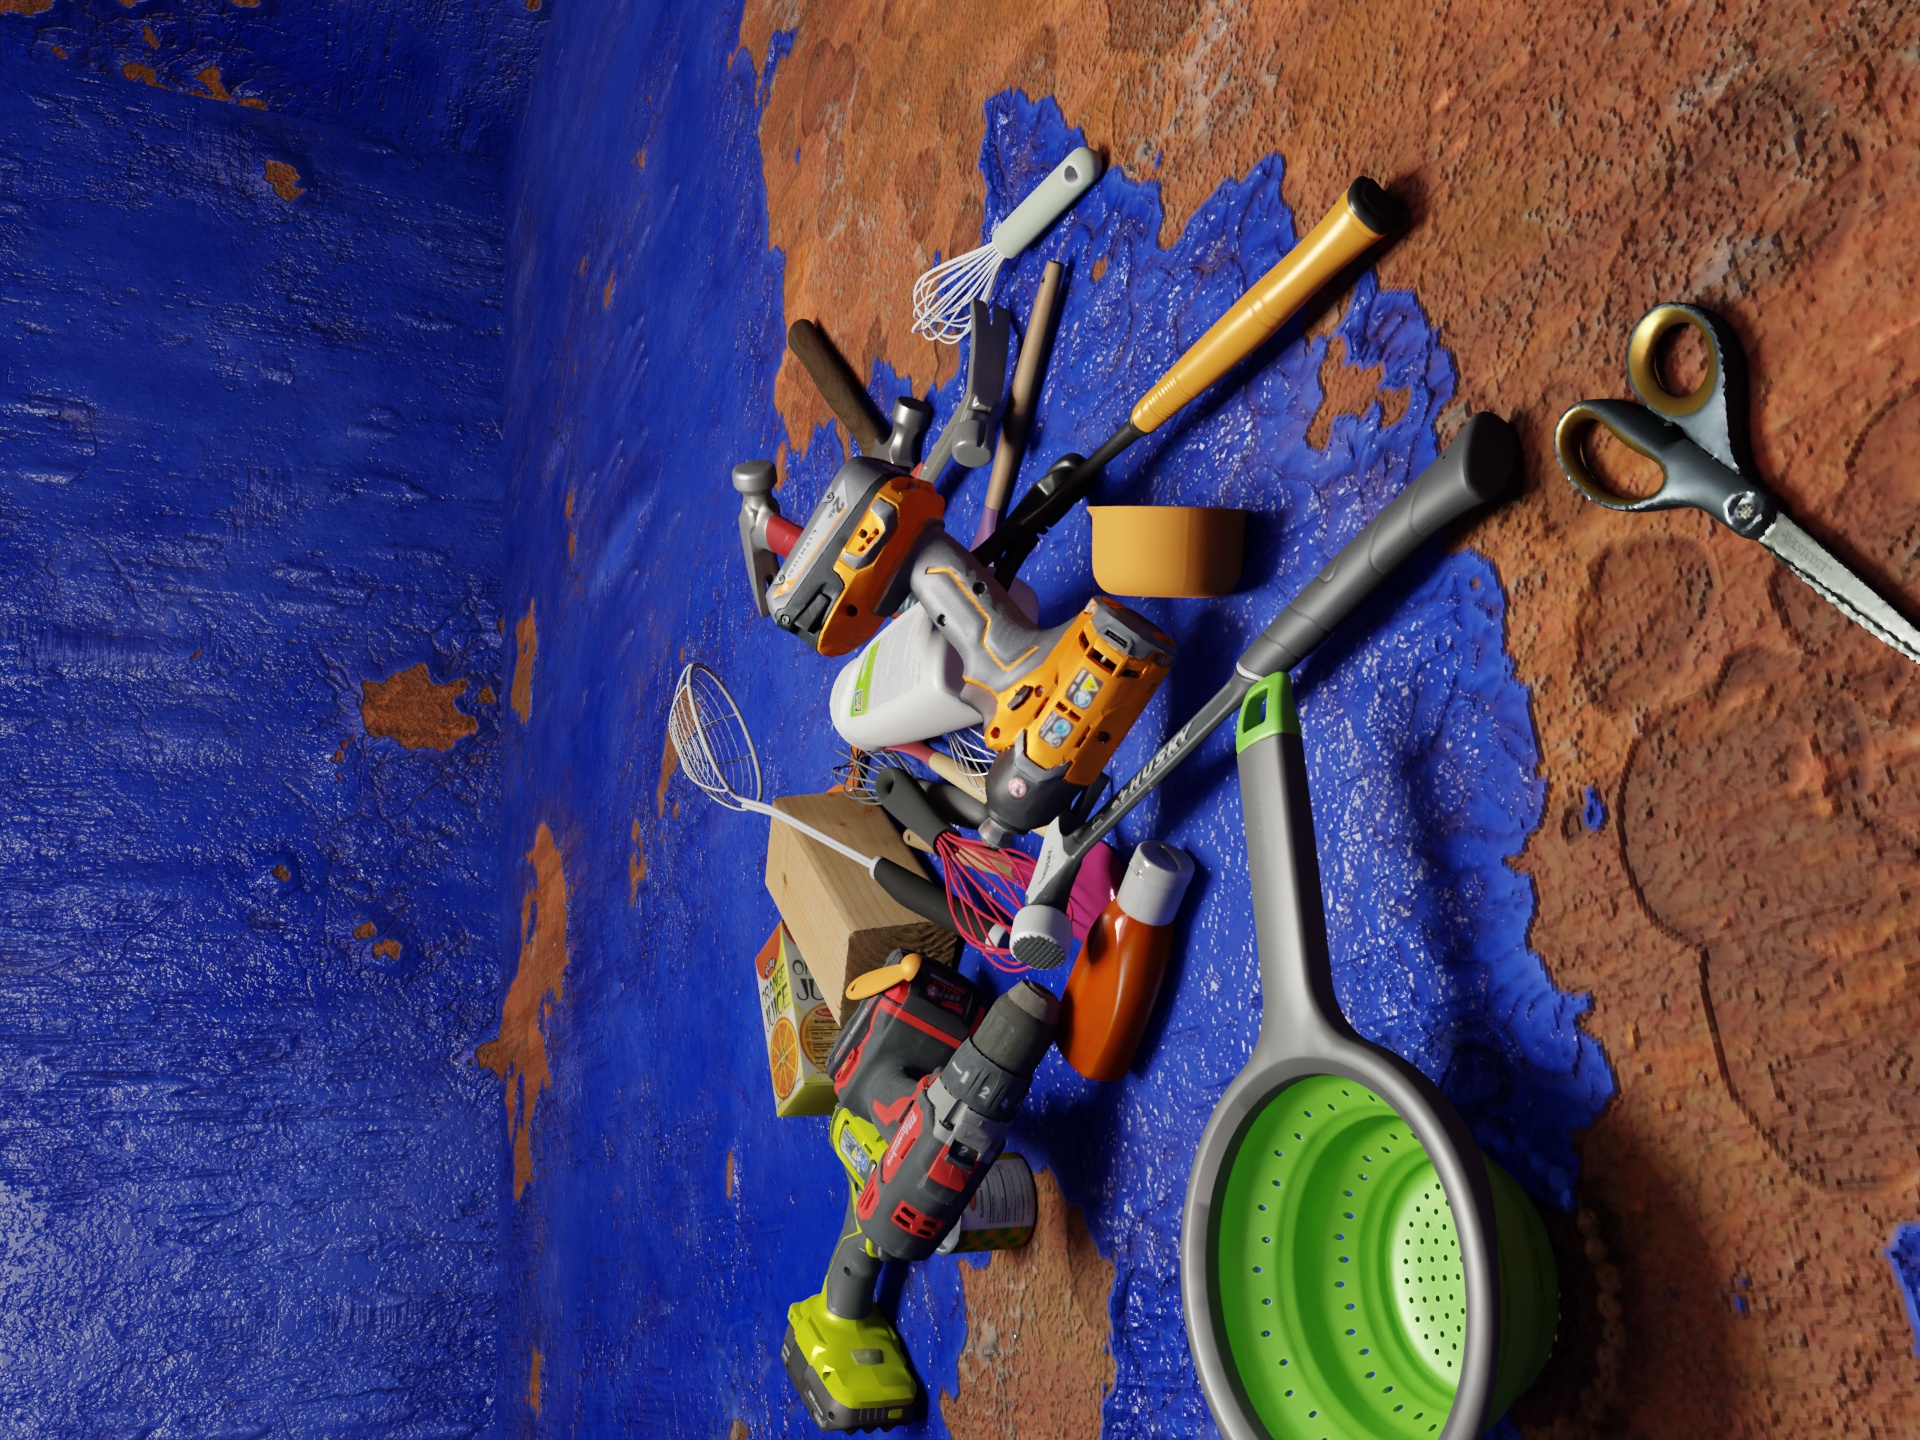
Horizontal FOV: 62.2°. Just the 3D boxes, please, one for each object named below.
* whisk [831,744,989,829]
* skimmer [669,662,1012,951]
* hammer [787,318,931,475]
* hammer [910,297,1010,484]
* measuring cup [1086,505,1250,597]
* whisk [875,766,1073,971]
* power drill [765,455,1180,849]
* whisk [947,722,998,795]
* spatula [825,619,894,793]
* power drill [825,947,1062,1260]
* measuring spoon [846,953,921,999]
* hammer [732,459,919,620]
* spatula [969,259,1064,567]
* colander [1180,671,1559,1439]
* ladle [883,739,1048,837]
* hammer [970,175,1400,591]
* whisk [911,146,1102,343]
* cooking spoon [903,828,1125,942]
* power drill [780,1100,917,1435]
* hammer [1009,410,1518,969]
[{"bbox_3d":[-0.038,0.053,1.256,0.239,0.055,0.055,16,101,59],"label":"whisk"},{"bbox_3d":[-0.092,0.064,1.226,0.363,0.127,0.090,26,74,31],"label":"skimmer"},{"bbox_3d":[-0.107,-0.293,1.468,0.332,0.031,0.130,59,137,50],"label":"hammer"},{"bbox_3d":[-0.045,-0.176,1.302,0.359,0.036,0.149,128,152,-53],"label":"hammer"},{"bbox_3d":[0.113,-0.100,0.954,0.174,0.095,0.052,-152,62,-82],"label":"measuring cup"},{"bbox_3d":[-0.001,0.093,1.111,0.296,0.073,0.073,40,122,59],"label":"whisk"},{"bbox_3d":[-0.003,-0.039,0.957,0.226,0.084,0.164,36,104,15],"label":"power drill"},{"bbox_3d":[-0.001,-0.005,1.187,0.285,0.070,0.070,-144,61,-66],"label":"whisk"},{"bbox_3d":[-0.086,-0.008,1.369,0.081,0.041,0.322,-97,25,-59],"label":"spatula"},{"bbox_3d":[-0.011,0.229,1.061,0.188,0.080,0.227,-58,14,5],"label":"power drill"},{"bbox_3d":[-0.058,0.182,1.127,0.117,0.011,0.021,-32,32,56],"label":"measuring spoon"},{"bbox_3d":[-0.069,-0.094,1.270,0.387,0.038,0.143,32,137,47],"label":"hammer"},{"bbox_3d":[0.032,-0.182,1.181,0.060,0.018,0.315,49,130,54],"label":"spatula"},{"bbox_3d":[0.188,0.169,0.729,0.204,0.094,0.397,-38,49,56],"label":"colander"},{"bbox_3d":[-0.004,0.036,1.187,0.316,0.069,0.031,29,133,57],"label":"ladle"},{"bbox_3d":[0.124,-0.192,0.925,0.337,0.034,0.127,-39,10,50],"label":"hammer"},{"bbox_3d":[0.031,-0.352,1.187,0.058,0.059,0.246,55,146,-4],"label":"whisk"},{"bbox_3d":[0.030,0.104,1.140,0.319,0.017,0.069,8,92,63],"label":"cooking spoon"},{"bbox_3d":[-0.066,0.422,1.225,0.171,0.080,0.223,30,110,62],"label":"power drill"},{"bbox_3d":[0.150,-0.017,0.863,0.408,0.036,0.149,-50,16,42],"label":"hammer"}]
